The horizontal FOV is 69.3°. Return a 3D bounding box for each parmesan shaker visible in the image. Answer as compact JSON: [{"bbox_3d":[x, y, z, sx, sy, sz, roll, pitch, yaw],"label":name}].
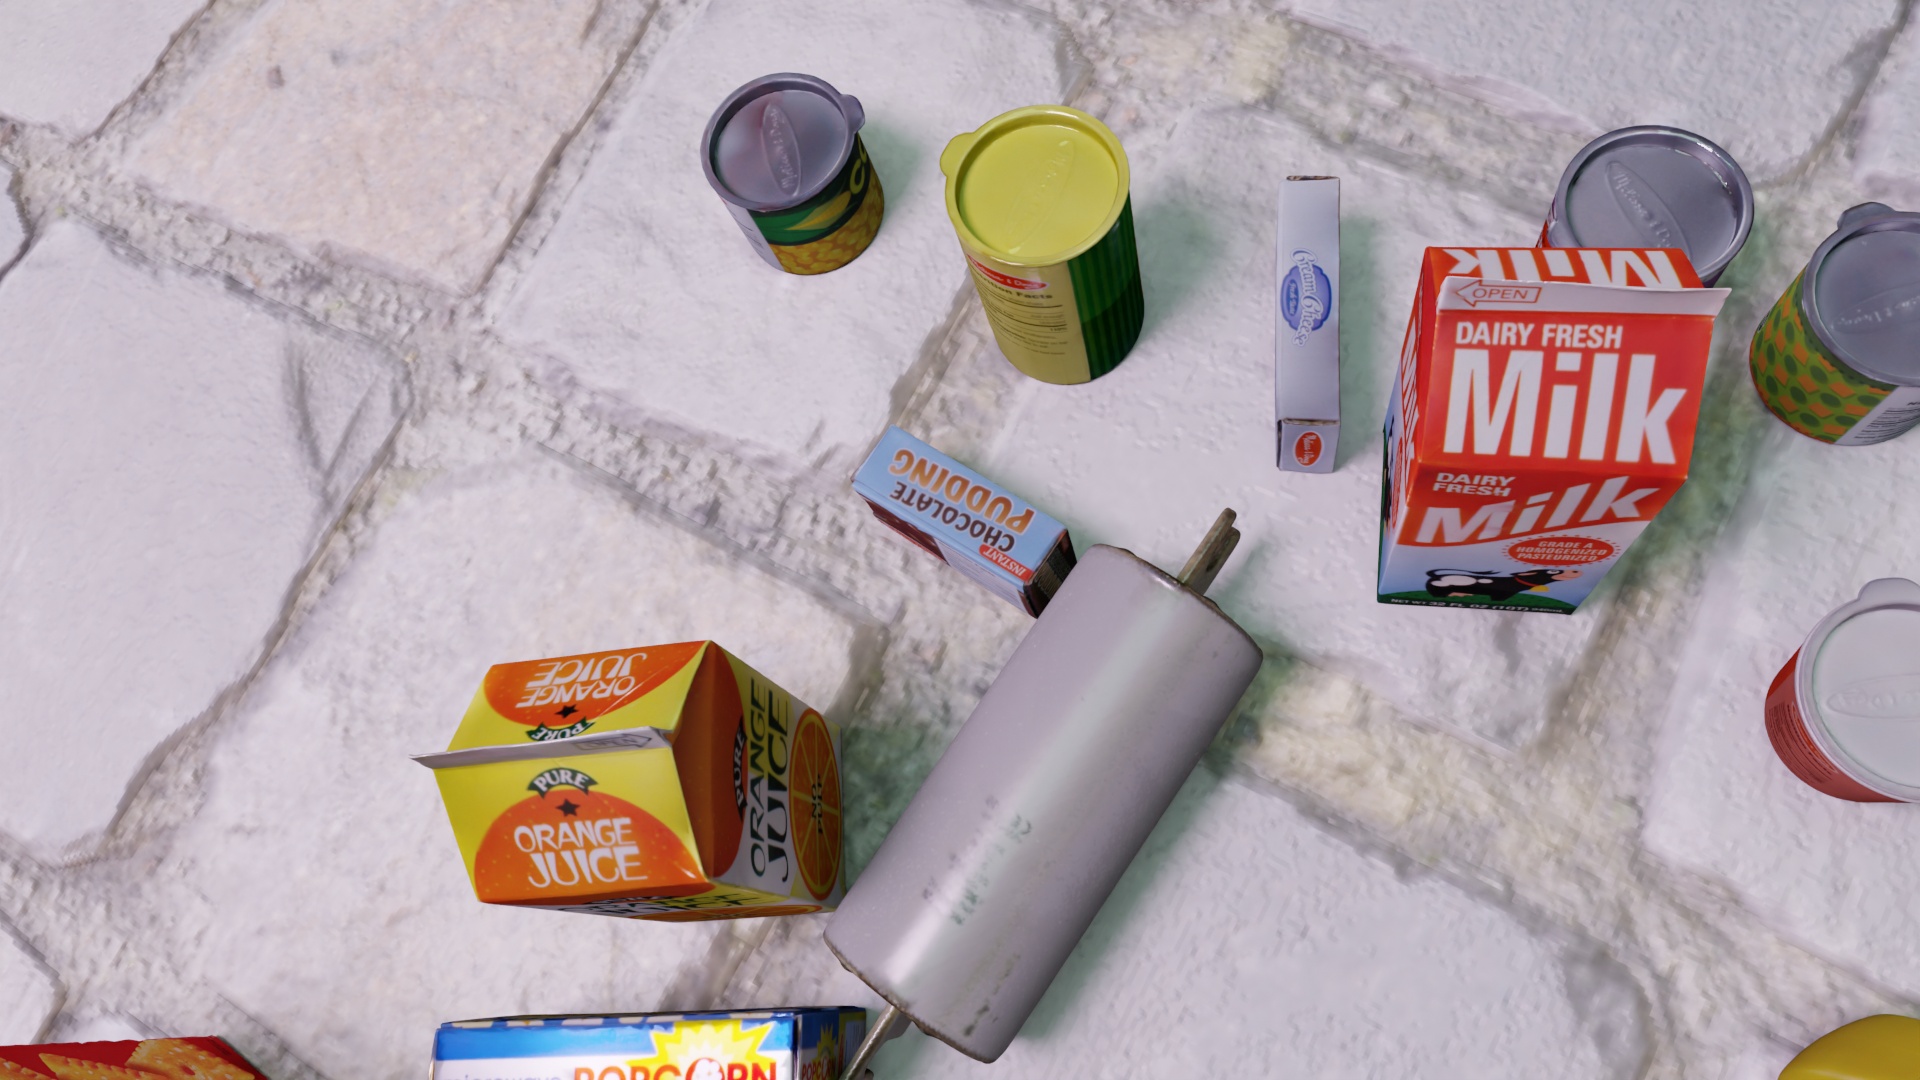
[{"bbox_3d":[0.034,-0.113,0.541,0.071,0.103,0.071,-3,72,10],"label":"parmesan shaker"}]

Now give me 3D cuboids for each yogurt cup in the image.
[{"bbox_3d":[0.305,0.056,0.459,0.072,0.054,0.072,-3,71,10],"label":"yogurt cup"}]

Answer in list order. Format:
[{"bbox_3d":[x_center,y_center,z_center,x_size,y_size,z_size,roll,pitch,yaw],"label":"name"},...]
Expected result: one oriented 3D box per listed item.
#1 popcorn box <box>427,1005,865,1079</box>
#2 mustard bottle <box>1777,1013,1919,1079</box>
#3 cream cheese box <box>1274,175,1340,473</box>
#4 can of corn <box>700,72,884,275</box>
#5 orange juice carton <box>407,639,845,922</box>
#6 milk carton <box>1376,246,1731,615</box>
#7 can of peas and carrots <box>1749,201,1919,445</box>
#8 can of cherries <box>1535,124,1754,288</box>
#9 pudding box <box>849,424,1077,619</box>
[{"bbox_3d":[-0.104,0.182,0.478,0.127,0.085,0.038,-5,71,9],"label":"popcorn box"},{"bbox_3d":[0.276,0.164,0.372,0.049,0.160,0.065,-32,69,0],"label":"mustard bottle"},{"bbox_3d":[0.134,-0.083,0.538,0.024,0.053,0.104,1,72,11],"label":"cream cheese box"},{"bbox_3d":[-0.068,-0.157,0.599,0.071,0.058,0.071,-3,71,10],"label":"can of corn"},{"bbox_3d":[-0.096,0.082,0.453,0.072,0.192,0.073,-6,71,9],"label":"orange juice carton"},{"bbox_3d":[0.177,-0.036,0.441,0.072,0.190,0.073,4,73,12],"label":"milk carton"},{"bbox_3d":[0.326,-0.076,0.497,0.071,0.058,0.071,-3,71,10],"label":"can of peas and carrots"},{"bbox_3d":[0.250,-0.111,0.523,0.071,0.058,0.071,-3,71,10],"label":"can of cherries"},{"bbox_3d":[0.002,-0.007,0.540,0.084,0.049,0.030,31,80,19],"label":"pudding box"}]
